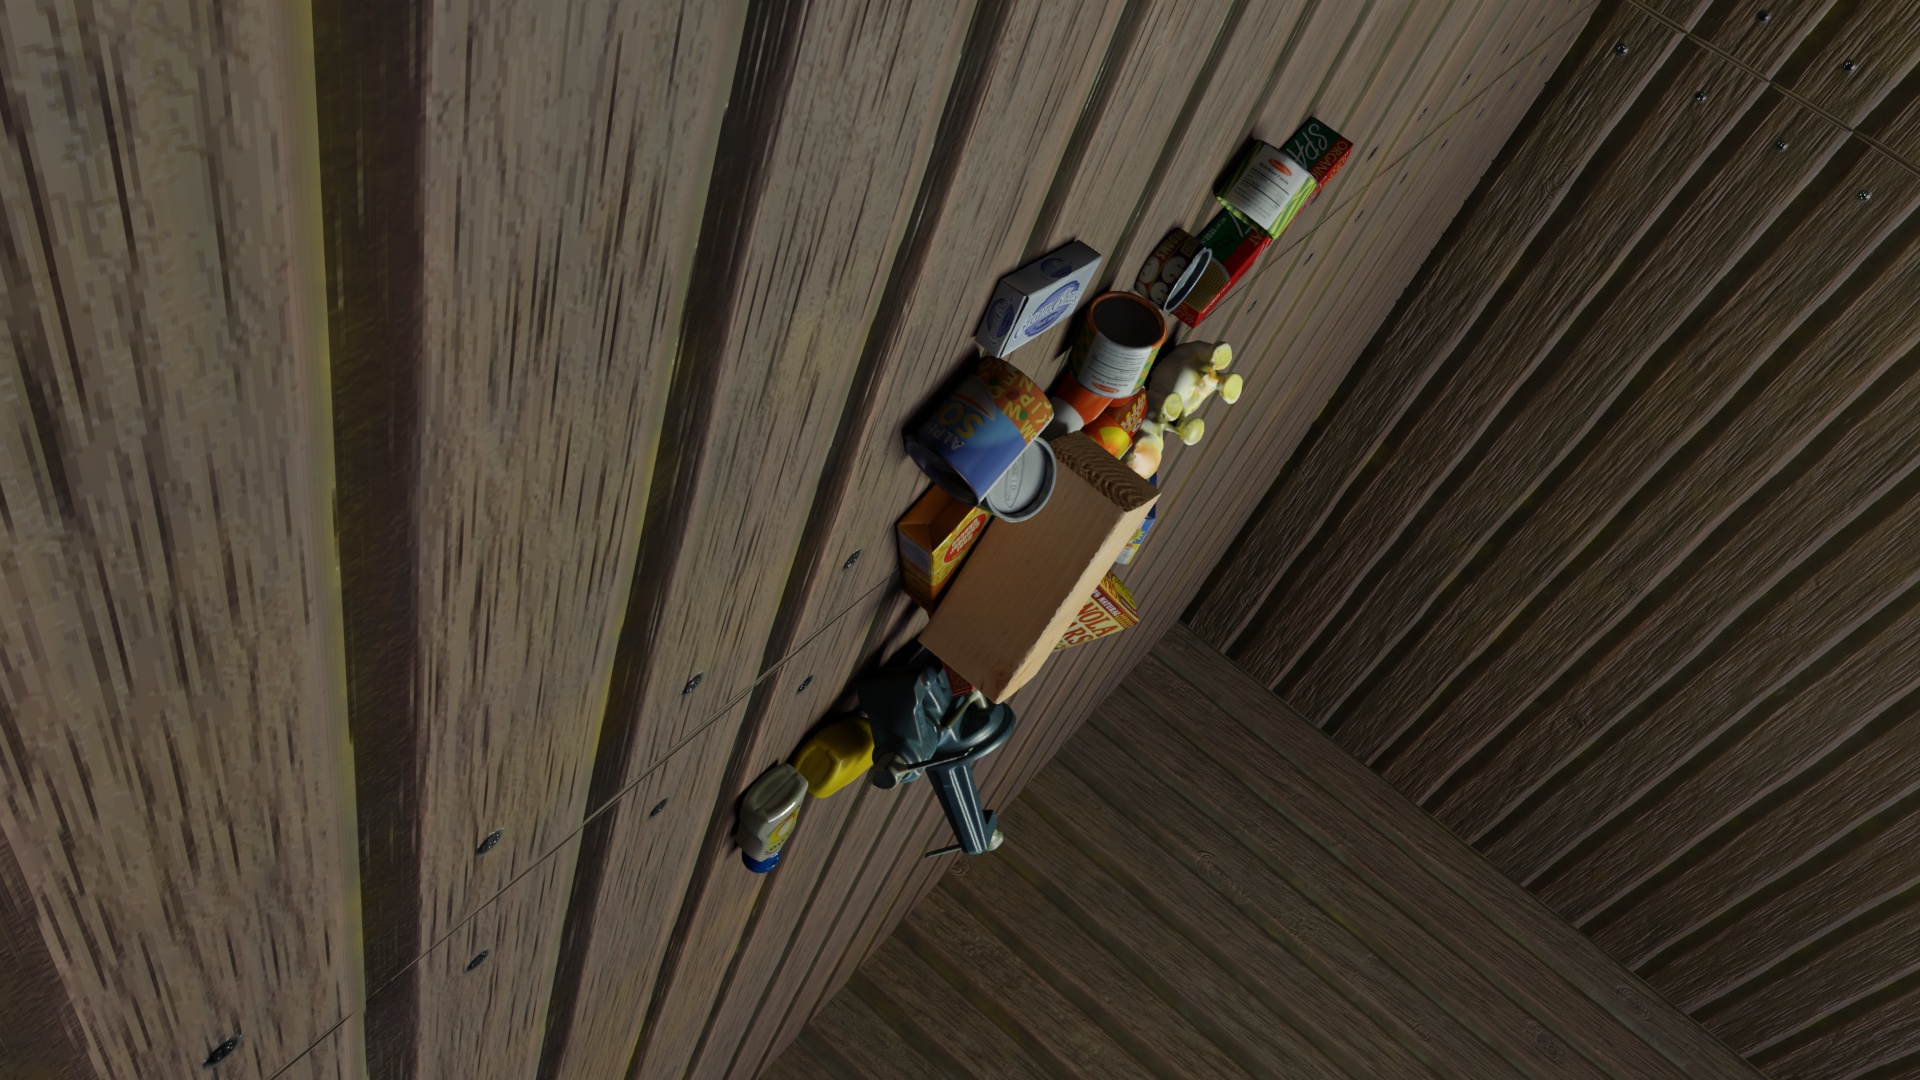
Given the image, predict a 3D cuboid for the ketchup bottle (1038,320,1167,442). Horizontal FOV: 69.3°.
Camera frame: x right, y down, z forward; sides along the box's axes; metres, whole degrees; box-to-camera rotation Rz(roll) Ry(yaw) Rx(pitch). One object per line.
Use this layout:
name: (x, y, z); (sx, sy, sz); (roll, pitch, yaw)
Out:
ketchup bottle: (0.115, -0.136, 1.184); (0.149, 0.043, 0.064); (-49, 166, -11)

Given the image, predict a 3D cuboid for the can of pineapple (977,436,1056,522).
can of pineapple: (0.027, -0.053, 1.024); (0.071, 0.058, 0.070); (-13, 112, -33)

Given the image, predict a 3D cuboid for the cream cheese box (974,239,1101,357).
cream cheese box: (0.053, -0.164, 0.942); (0.104, 0.024, 0.053); (-37, 160, -47)

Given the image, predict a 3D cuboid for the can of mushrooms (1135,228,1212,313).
can of mushrooms: (0.181, -0.230, 1.178); (0.071, 0.033, 0.070); (-47, 166, -15)

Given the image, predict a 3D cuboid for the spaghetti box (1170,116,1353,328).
spaghetti box: (0.269, -0.294, 1.268); (0.251, 0.050, 0.028); (-47, 167, -19)

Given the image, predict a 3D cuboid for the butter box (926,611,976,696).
butter box: (-0.003, 0.087, 1.269); (0.024, 0.103, 0.053); (-18, 178, 22)

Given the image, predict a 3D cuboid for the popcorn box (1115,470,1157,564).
popcorn box: (0.188, -0.048, 1.555); (0.084, 0.038, 0.127); (112, -10, -49)

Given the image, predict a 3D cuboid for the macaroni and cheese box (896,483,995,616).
macaroni and cheese box: (0.004, -0.014, 1.144); (0.124, 0.040, 0.166); (-47, 166, -16)

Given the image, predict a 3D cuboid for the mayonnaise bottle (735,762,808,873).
mayonnaise bottle: (-0.176, 0.261, 1.272); (0.065, 0.041, 0.147); (-42, 164, -34)

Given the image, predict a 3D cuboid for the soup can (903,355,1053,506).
soup can: (0.012, -0.077, 0.952); (0.084, 0.071, 0.071); (-49, 167, -13)

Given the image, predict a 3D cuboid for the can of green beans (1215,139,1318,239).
can of green beans: (0.261, -0.300, 1.189); (0.057, 0.071, 0.071); (-53, 167, 11)

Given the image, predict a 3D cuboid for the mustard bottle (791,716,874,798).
mustard bottle: (-0.107, 0.200, 1.329); (0.065, 0.049, 0.160); (-53, 168, 14)

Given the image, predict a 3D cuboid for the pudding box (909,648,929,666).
pudding box: (-0.051, 0.155, 1.439); (0.084, 0.030, 0.049); (-46, 165, -23)

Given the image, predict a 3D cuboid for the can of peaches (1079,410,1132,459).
can of peaches: (0.112, -0.088, 1.260); (0.058, 0.071, 0.071); (-50, 167, -5)

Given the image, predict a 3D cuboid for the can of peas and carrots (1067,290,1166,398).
can of peas and carrots: (0.125, -0.159, 1.114); (0.071, 0.071, 0.058); (-42, 164, -34)

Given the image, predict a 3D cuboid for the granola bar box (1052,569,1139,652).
granola bar box: (0.082, 0.056, 1.300); (0.124, 0.039, 0.165); (-20, 152, 17)

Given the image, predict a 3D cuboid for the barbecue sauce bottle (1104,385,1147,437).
barbecue sauce bottle: (0.146, -0.132, 1.300); (0.065, 0.044, 0.148); (-55, 167, -3)
